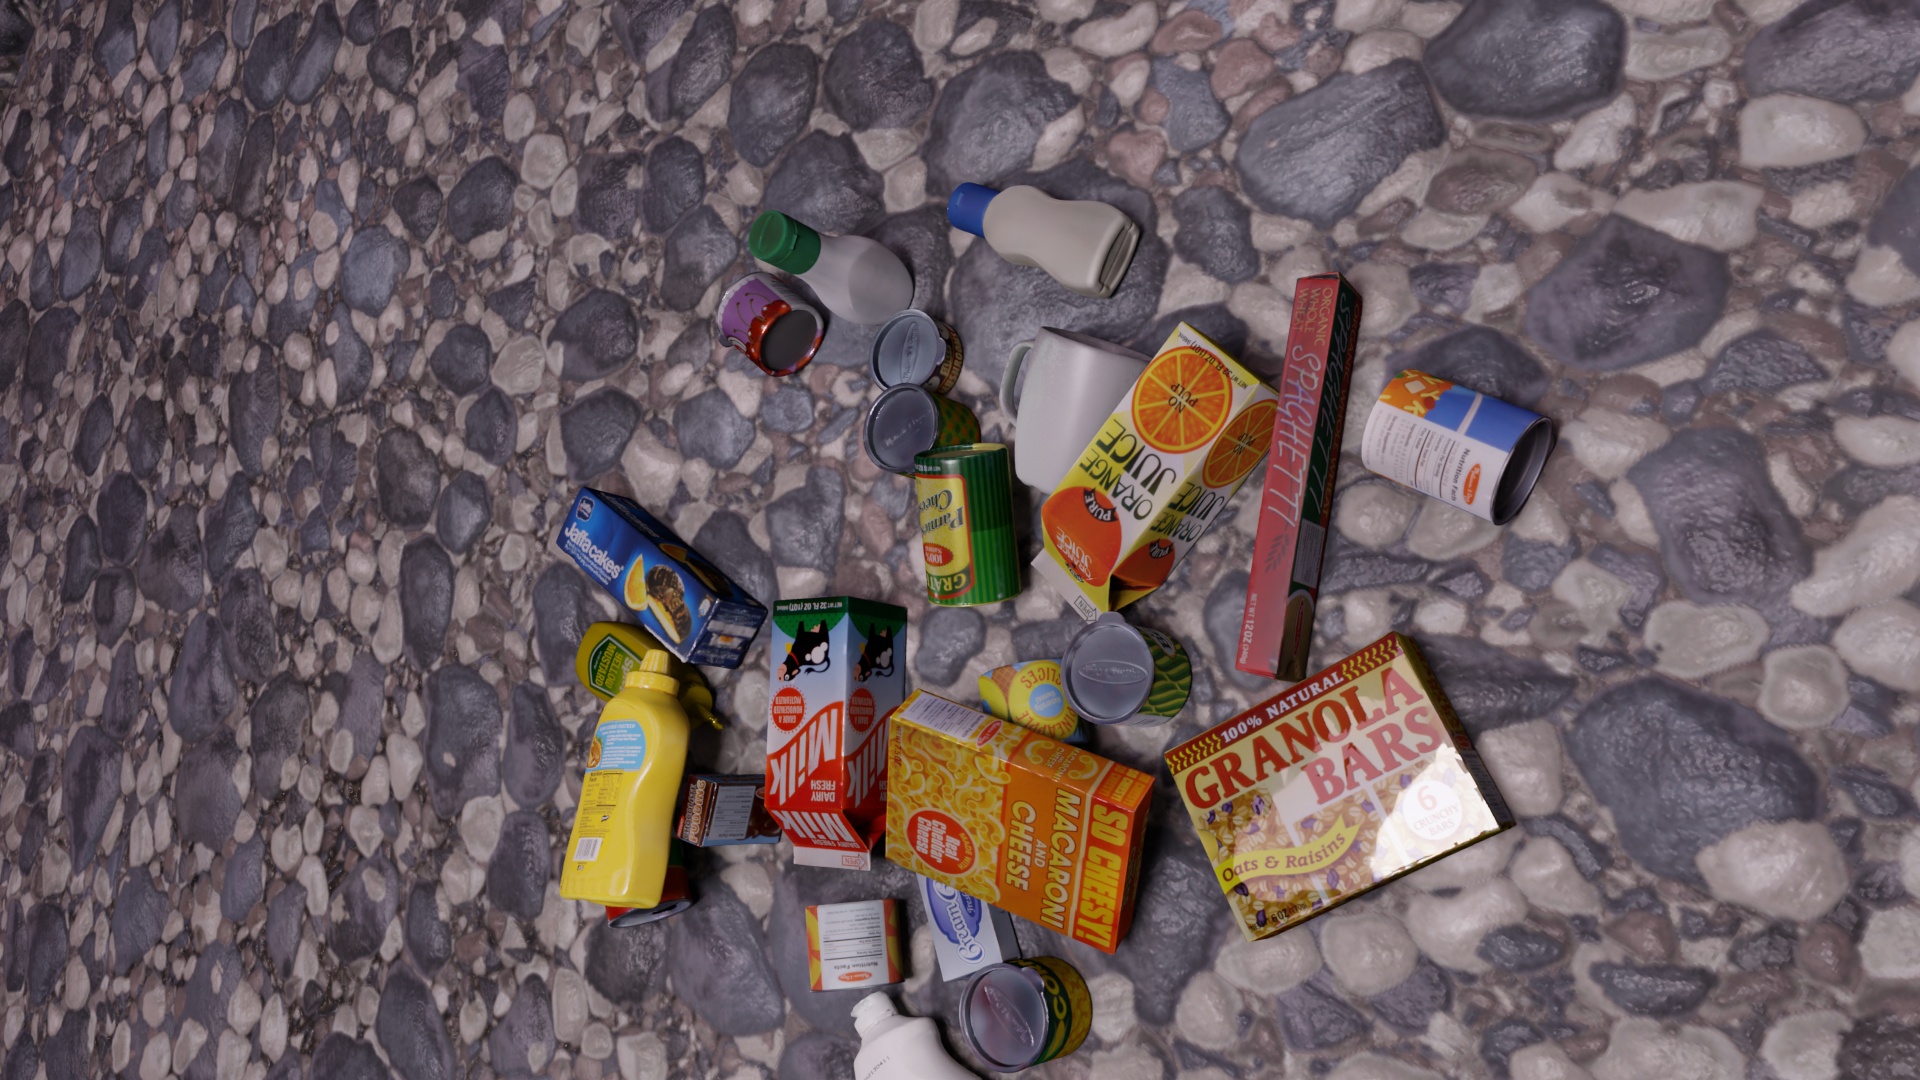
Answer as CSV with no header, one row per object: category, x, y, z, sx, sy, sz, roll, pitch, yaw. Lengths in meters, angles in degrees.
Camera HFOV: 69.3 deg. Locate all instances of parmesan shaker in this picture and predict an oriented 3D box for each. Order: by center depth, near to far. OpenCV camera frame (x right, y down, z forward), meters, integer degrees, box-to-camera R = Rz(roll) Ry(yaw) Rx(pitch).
parmesan shaker,0.003,-0.012,0.959,0.071,0.071,0.103,1,102,34

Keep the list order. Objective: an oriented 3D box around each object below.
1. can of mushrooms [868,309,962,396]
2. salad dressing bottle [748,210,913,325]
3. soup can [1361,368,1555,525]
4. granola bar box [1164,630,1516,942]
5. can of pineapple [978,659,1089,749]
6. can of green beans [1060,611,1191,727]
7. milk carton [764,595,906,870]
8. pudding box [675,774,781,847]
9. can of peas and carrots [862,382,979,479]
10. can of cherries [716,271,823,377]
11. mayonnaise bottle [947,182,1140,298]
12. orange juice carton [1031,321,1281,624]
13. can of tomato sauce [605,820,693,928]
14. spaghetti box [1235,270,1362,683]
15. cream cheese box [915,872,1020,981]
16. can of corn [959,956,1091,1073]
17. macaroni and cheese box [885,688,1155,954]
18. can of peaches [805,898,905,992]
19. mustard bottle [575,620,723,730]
can of mushrooms,-0.032,-0.138,1.046,0.071,0.033,0.071,-8,76,33
salad dressing bottle,-0.095,-0.204,1.031,0.044,0.147,0.064,19,92,35
soup can,0.286,-0.056,0.799,0.084,0.071,0.071,30,98,35
granola bar box,0.217,0.147,0.820,0.165,0.039,0.124,-34,64,24
can of pineapple,0.048,0.114,0.922,0.071,0.071,0.058,-19,71,30
can of green beans,0.107,0.086,0.894,0.071,0.058,0.071,-7,77,33
milk carton,-0.090,0.140,1.007,0.072,0.073,0.191,-4,79,33
pudding box,-0.169,0.202,1.042,0.030,0.084,0.049,10,88,37
can of peas and carrots,-0.027,-0.075,1.015,0.071,0.059,0.071,-6,78,33
can of cherries,-0.154,-0.171,1.115,0.058,0.071,0.071,41,104,31
mayonnaise bottle,0.055,-0.224,1.001,0.148,0.041,0.064,28,96,35
orange juice carton,0.123,-0.037,0.899,0.072,0.073,0.192,45,107,31
can of tomato sauce,-0.254,0.255,1.096,0.071,0.071,0.083,-30,65,26
spaghetti box,0.210,-0.038,0.854,0.028,0.050,0.250,7,84,34
cream cheese box,0.001,0.245,0.955,0.053,0.024,0.104,-29,66,28
can of corn,0.044,0.302,0.894,0.071,0.058,0.071,-7,77,33
macaroni and cheese box,0.034,0.177,0.883,0.166,0.040,0.123,18,124,22
can of peaches,-0.075,0.283,0.975,0.071,0.071,0.058,-15,73,31
mustard bottle,-0.249,0.117,1.133,0.160,0.049,0.065,23,96,35
